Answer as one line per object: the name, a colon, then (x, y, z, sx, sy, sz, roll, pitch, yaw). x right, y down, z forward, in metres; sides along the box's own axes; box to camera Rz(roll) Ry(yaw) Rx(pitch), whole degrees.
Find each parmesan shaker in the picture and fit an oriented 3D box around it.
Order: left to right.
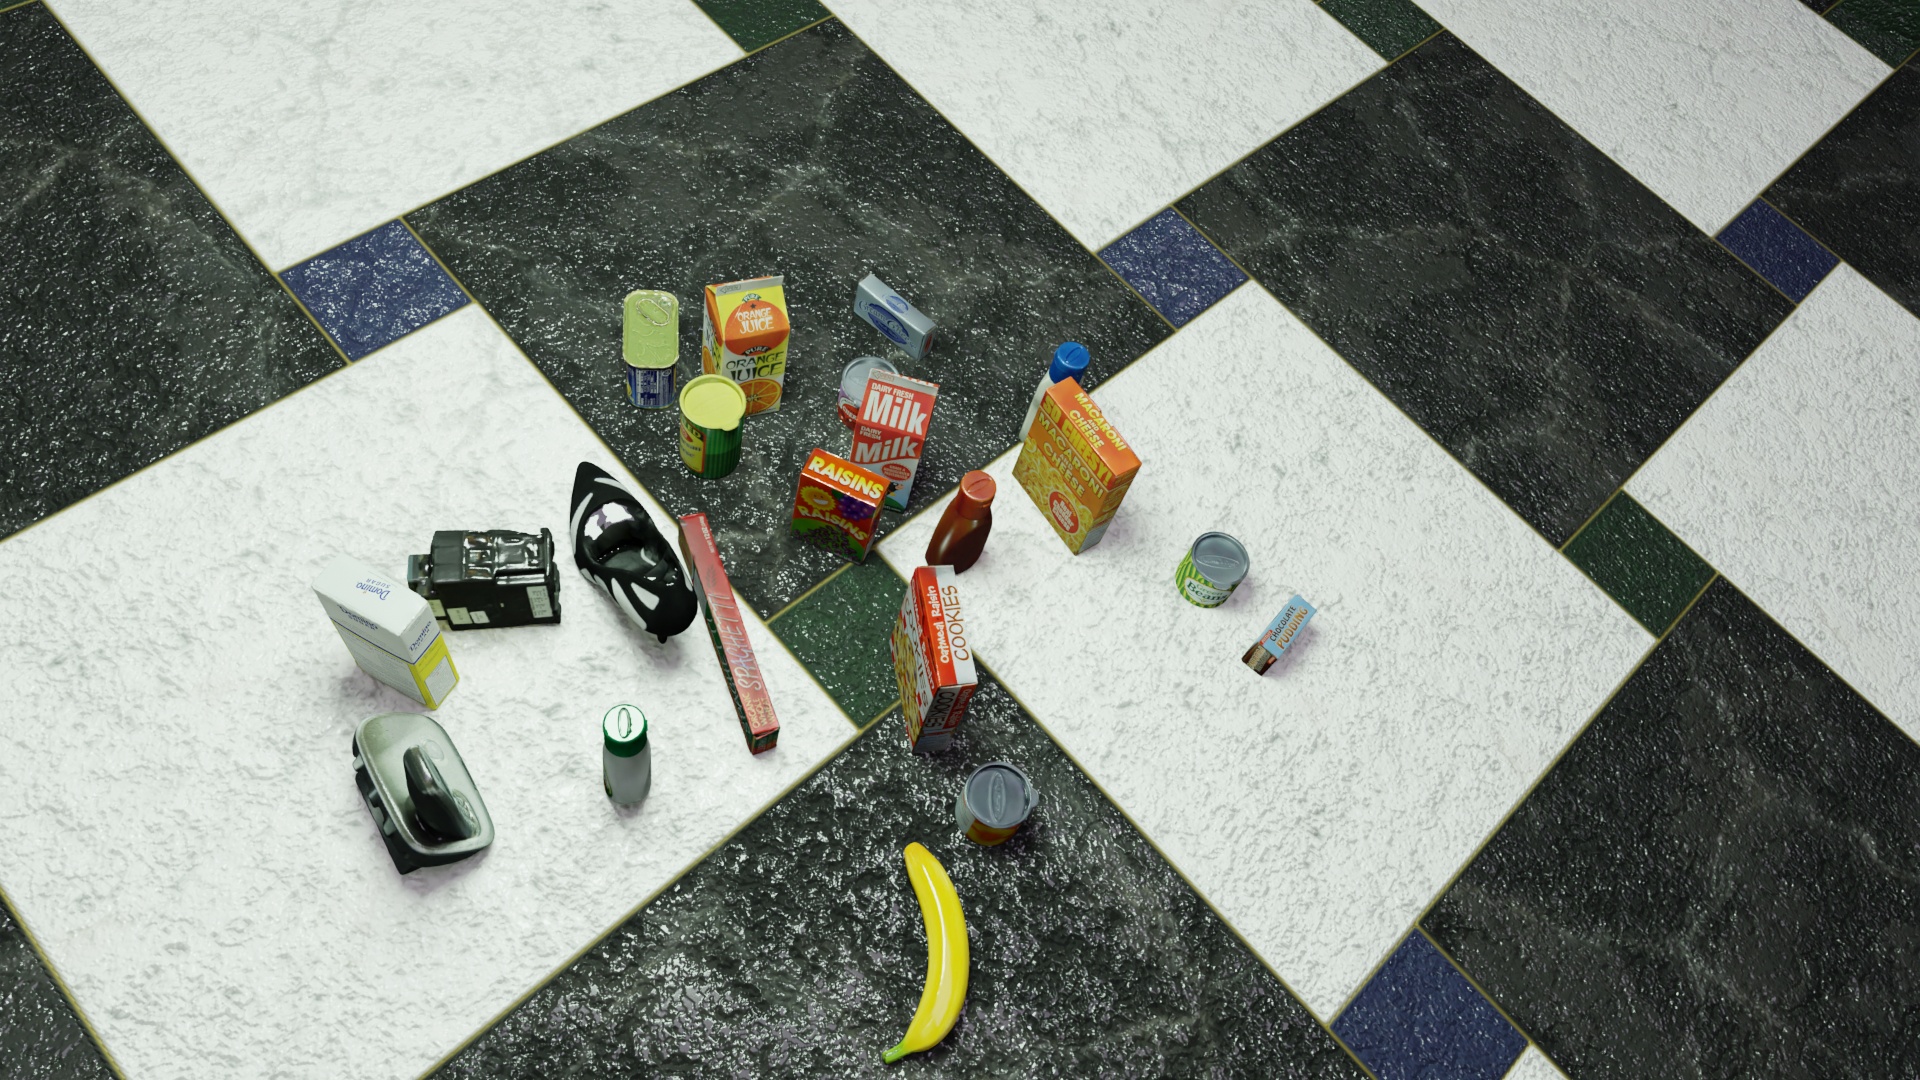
parmesan shaker: (-0.259, -0.115, 1.450, 0.071, 0.102, 0.071, 5, 60, -9)

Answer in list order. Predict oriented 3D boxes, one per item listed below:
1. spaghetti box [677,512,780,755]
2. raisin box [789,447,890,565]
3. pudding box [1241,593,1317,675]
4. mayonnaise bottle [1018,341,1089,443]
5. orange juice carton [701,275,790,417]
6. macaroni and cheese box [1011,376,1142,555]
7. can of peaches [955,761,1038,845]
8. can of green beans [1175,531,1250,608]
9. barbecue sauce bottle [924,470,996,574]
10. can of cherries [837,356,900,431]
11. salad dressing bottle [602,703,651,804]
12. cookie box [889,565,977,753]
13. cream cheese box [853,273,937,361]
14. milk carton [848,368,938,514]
spaghetti box: (-0.230, 0.090, 1.369, 0.029, 0.050, 0.251, -15, 65, -20)
raisin box: (-0.124, -0.034, 1.421, 0.086, 0.122, 0.040, 25, 59, 2)
pudding box: (0.342, 0.101, 1.489, 0.030, 0.049, 0.084, 40, 60, 11)
mayonnaise bottle: (0.106, -0.160, 1.531, 0.041, 0.147, 0.065, 38, 60, 10)
orange juice carton: (-0.227, -0.212, 1.461, 0.072, 0.191, 0.073, -13, 64, -19)
macaroni and cheese box: (0.121, -0.077, 1.475, 0.040, 0.165, 0.124, -28, 70, -25)
can of peaches: (0.034, 0.253, 1.328, 0.071, 0.057, 0.071, 5, 60, -9)
can of green beans: (0.273, 0.032, 1.509, 0.071, 0.057, 0.071, 5, 60, -9)
barbecue sauce bottle: (0.005, -0.018, 1.426, 0.065, 0.147, 0.044, -26, 69, -24)
can of cherries: (-0.103, -0.158, 1.536, 0.071, 0.058, 0.072, 5, 60, -9)
salad dressing bottle: (-0.298, 0.189, 1.239, 0.044, 0.147, 0.064, -2, 61, -13)
cookie box: (-0.029, 0.116, 1.330, 0.040, 0.166, 0.123, -5, 62, -15)
cream cheese box: (-0.076, -0.257, 1.602, 0.104, 0.053, 0.024, 39, 60, 11)
milk carton: (-0.072, -0.112, 1.439, 0.072, 0.189, 0.074, 15, 59, -3)
